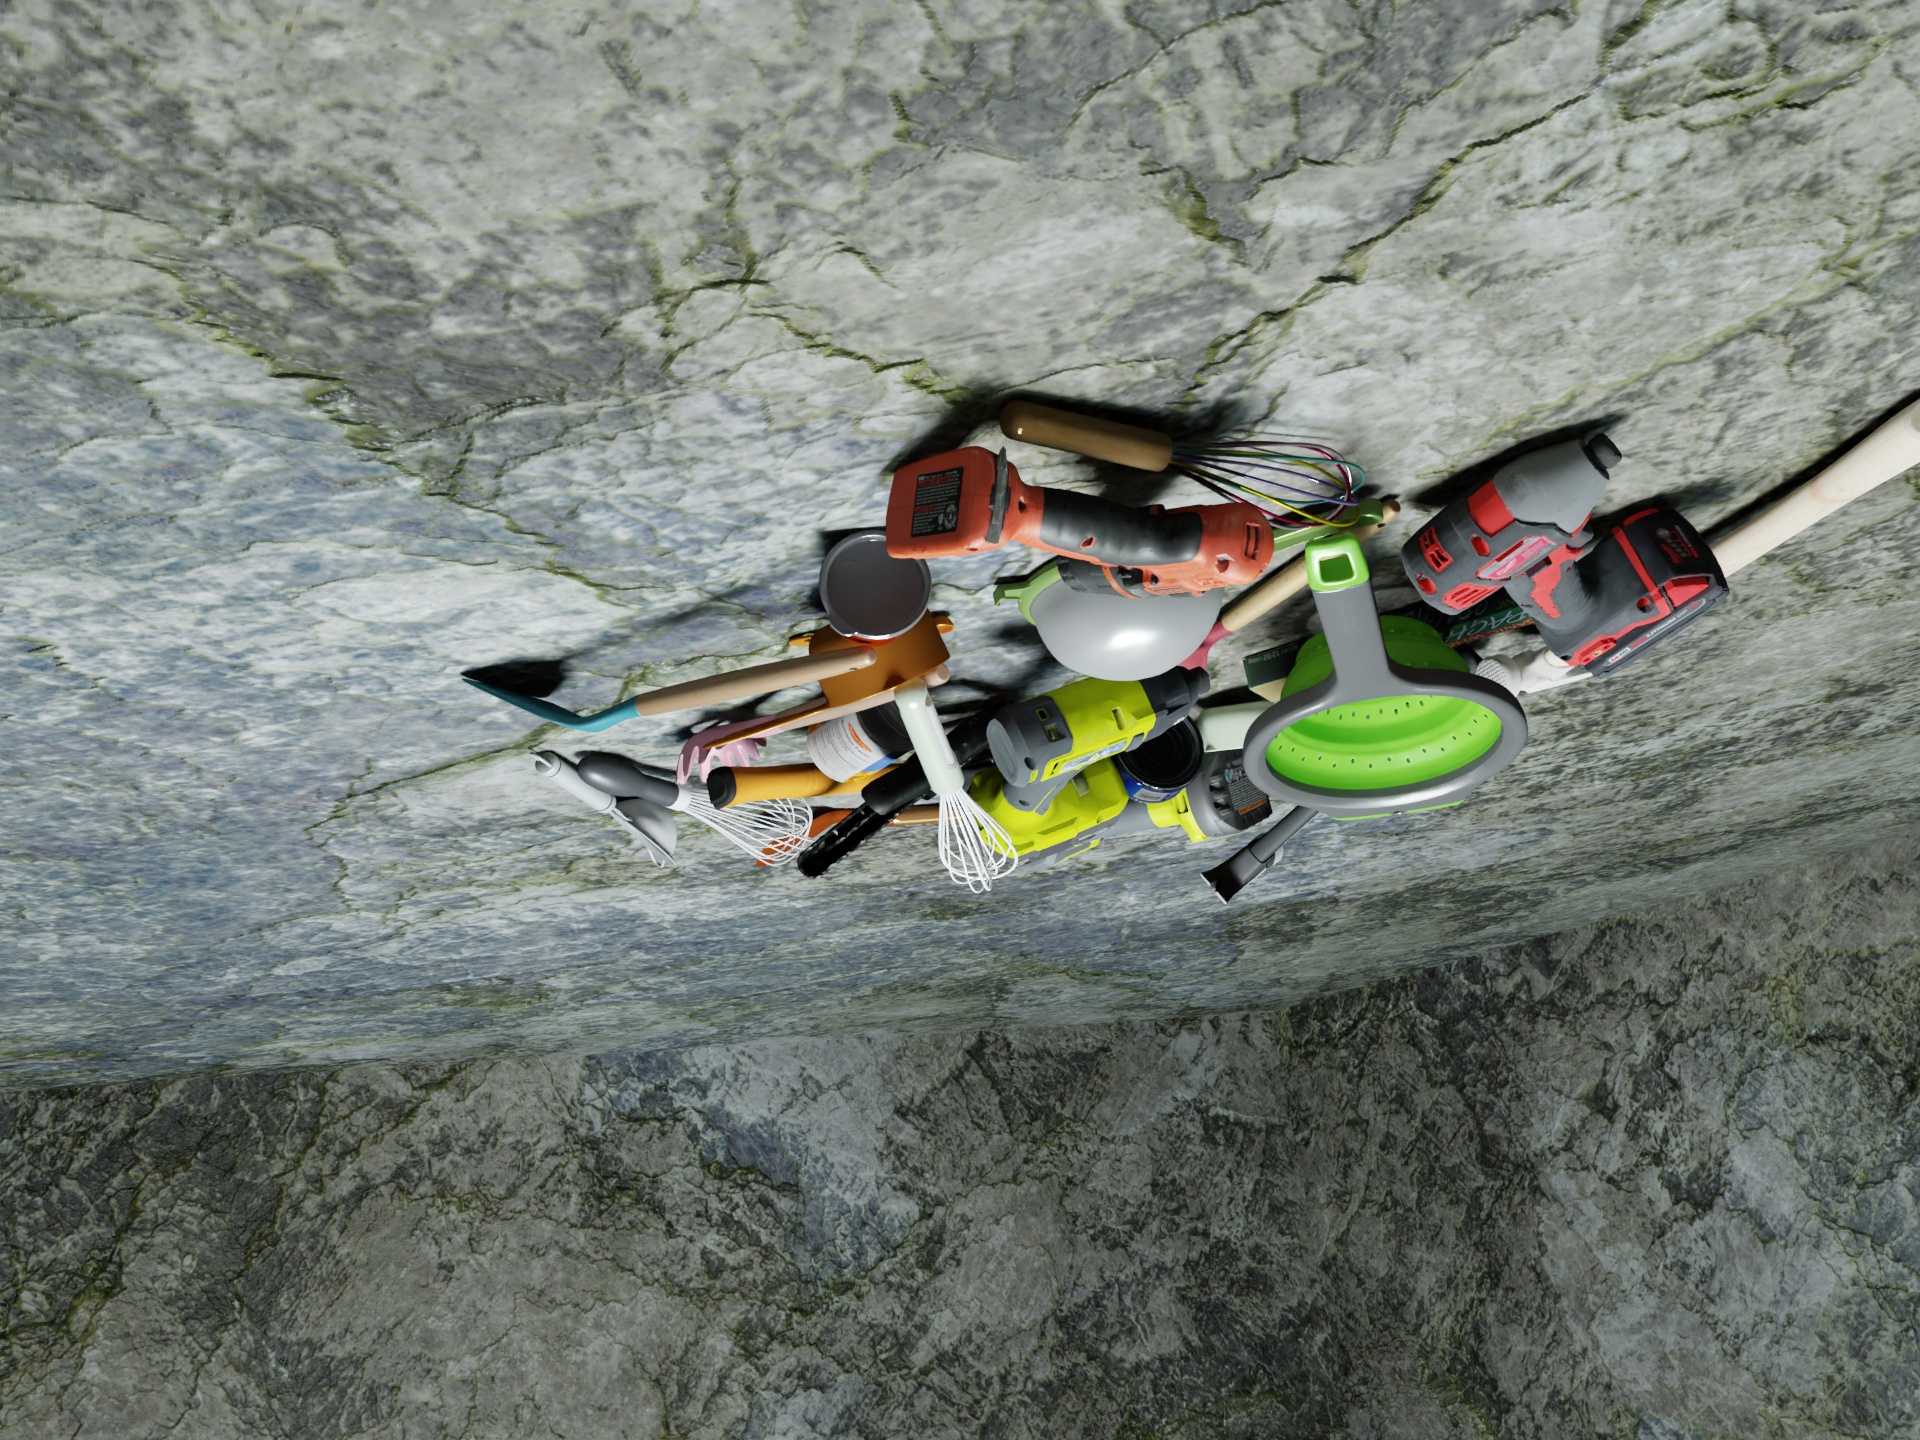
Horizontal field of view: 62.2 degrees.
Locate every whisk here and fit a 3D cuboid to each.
[{"bbox_3d":[0.131,-0.143,0.886,0.244,0.047,0.051,7,167,-29],"label":"whisk"},{"bbox_3d":[-0.226,0.075,1.391,0.070,0.070,0.284,-19,155,30],"label":"whisk"},{"bbox_3d":[-0.006,0.049,1.145,0.059,0.058,0.246,-6,142,12],"label":"whisk"}]

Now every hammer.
[{"bbox_3d":[0.551,-0.117,1.145,0.146,0.038,0.410,-13,163,-26],"label":"hammer"},{"bbox_3d":[0.338,0.049,1.402,0.146,0.035,0.334,-24,160,-52],"label":"hammer"},{"bbox_3d":[-0.067,0.046,1.324,0.127,0.034,0.336,-23,166,41],"label":"hammer"}]

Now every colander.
[{"bbox_3d":[0.284,-0.050,1.124,0.204,0.095,0.396,-10,151,17],"label":"colander"}]

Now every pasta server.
[{"bbox_3d":[-0.115,0.003,1.182,0.060,0.040,0.316,-4,172,-43],"label":"pasta server"}]

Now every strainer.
[{"bbox_3d":[-0.301,0.071,1.369,0.087,0.050,0.258,32,171,24],"label":"strainer"},{"bbox_3d":[0.161,-0.078,1.055,0.256,0.069,0.151,-17,160,30],"label":"strainer"}]

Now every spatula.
[{"bbox_3d":[-0.191,-0.025,1.047,0.317,0.044,0.082,-10,163,29],"label":"spatula"},{"bbox_3d":[-0.044,0.104,1.580,0.322,0.041,0.081,-4,161,-15],"label":"spatula"}]

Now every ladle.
[{"bbox_3d":[0.208,-0.080,1.144,0.069,0.031,0.315,4,157,-27],"label":"ladle"}]

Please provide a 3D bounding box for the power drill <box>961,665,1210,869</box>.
[{"bbox_3d":[0.091,0.029,1.228,0.171,0.080,0.223,-19,161,-19],"label":"power drill"}]

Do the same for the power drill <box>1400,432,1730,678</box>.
[{"bbox_3d":[0.402,-0.110,1.039,0.219,0.079,0.143,15,135,-41],"label":"power drill"}]

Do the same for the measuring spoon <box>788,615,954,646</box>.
[{"bbox_3d":[-0.062,-0.063,1.111,0.117,0.011,0.021,-5,164,4],"label":"measuring spoon"}]

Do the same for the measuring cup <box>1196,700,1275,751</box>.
[{"bbox_3d":[0.216,0.006,1.411,0.083,0.038,0.168,-8,-177,-35],"label":"measuring cup"}]

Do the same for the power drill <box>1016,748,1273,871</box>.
[{"bbox_3d":[0.172,0.082,1.515,0.228,0.080,0.190,-16,179,30],"label":"power drill"}]

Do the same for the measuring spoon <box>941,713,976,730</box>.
[{"bbox_3d":[-0.002,-0.004,1.315,0.124,0.018,0.034,-12,163,-9],"label":"measuring spoon"}]

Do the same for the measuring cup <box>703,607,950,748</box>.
[{"bbox_3d":[-0.095,-0.033,1.044,0.173,0.052,0.095,-21,-172,-4],"label":"measuring cup"}]
